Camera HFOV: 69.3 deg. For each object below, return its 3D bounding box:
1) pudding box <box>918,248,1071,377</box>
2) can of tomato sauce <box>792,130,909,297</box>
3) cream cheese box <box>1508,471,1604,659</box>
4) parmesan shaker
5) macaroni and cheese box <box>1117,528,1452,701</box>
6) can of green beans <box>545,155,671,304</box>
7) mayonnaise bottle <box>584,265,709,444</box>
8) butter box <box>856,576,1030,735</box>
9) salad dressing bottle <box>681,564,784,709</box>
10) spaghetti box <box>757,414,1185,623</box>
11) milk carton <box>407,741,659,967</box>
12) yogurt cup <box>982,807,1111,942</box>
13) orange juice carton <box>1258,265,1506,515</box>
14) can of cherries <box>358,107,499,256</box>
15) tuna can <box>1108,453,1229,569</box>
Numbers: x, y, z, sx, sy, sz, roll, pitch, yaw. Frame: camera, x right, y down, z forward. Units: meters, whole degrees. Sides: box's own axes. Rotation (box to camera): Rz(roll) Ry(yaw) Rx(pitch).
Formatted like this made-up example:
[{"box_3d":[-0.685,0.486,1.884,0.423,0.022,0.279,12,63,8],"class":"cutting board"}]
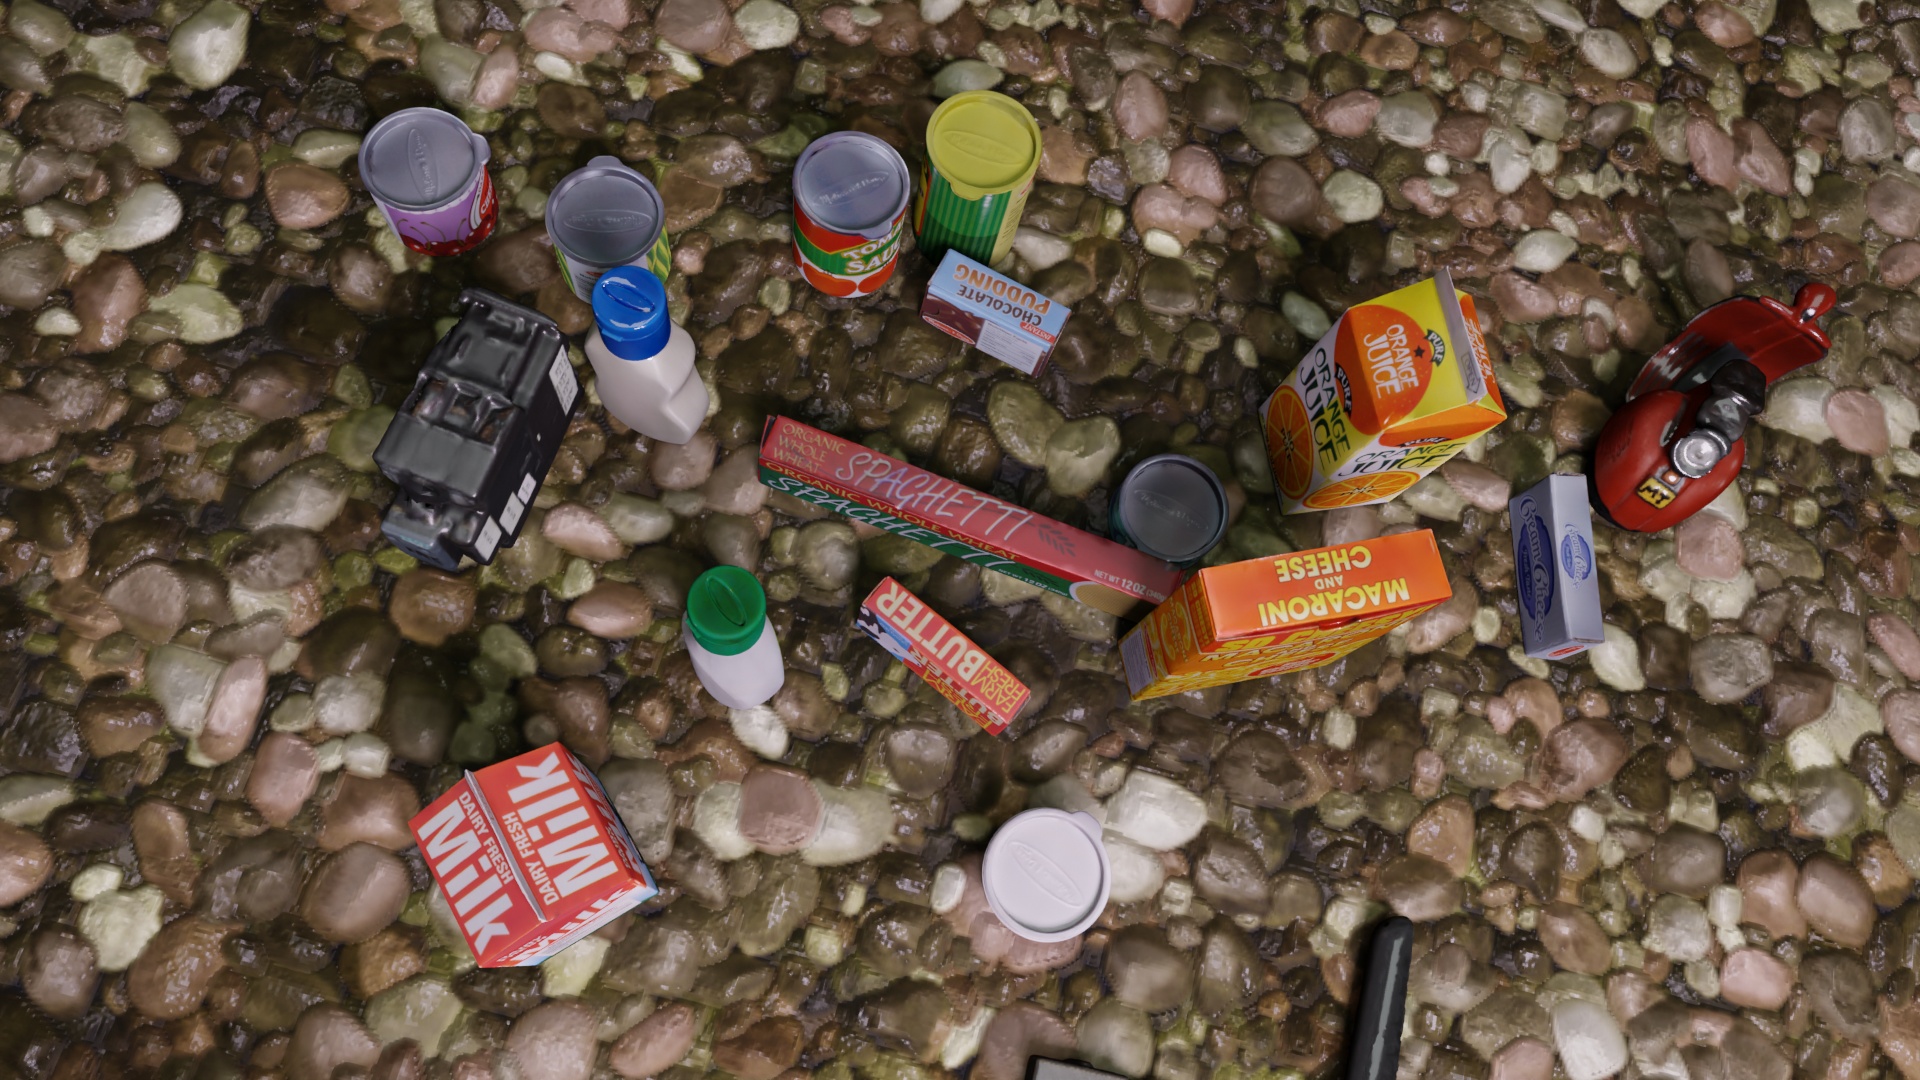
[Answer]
[{"box_3d":[0.020,-0.136,0.834,0.084,0.049,0.030,27,72,1],"class":"pudding box"},{"box_3d":[-0.065,-0.189,0.821,0.071,0.083,0.071,2,74,-7],"class":"can of tomato sauce"},{"box_3d":[0.356,0.016,0.832,0.024,0.053,0.104,3,73,-7],"class":"cream cheese box"},{"box_3d":[0.006,-0.208,0.826,0.071,0.102,0.071,2,74,-7],"class":"parmesan shaker"},{"box_3d":[0.165,0.044,0.739,0.124,0.166,0.040,-9,76,-10],"class":"macaroni and cheese box"},{"box_3d":[-0.204,-0.177,0.812,0.071,0.057,0.071,2,74,-7],"class":"can of green beans"},{"box_3d":[-0.170,-0.099,0.746,0.065,0.147,0.041,26,73,1],"class":"mayonnaise bottle"},{"box_3d":[-0.010,0.065,0.769,0.103,0.053,0.024,39,73,5],"class":"butter box"},{"box_3d":[-0.117,0.049,0.710,0.044,0.147,0.064,-34,81,-15],"class":"salad dressing bottle"},{"box_3d":[0.003,-0.010,0.794,0.250,0.050,0.029,20,72,-1],"class":"spaghetti box"},{"box_3d":[-0.196,0.148,0.647,0.073,0.190,0.072,-29,80,-14],"class":"milk carton"},{"box_3d":[0.042,0.179,0.741,0.072,0.053,0.072,2,73,-7],"class":"yogurt cup"},{"box_3d":[0.236,-0.078,0.771,0.073,0.192,0.072,-7,75,-9],"class":"orange juice carton"},{"box_3d":[-0.305,-0.207,0.808,0.071,0.058,0.071,2,74,-7],"class":"can of cherries"},{"box_3d":[0.121,-0.013,0.820,0.071,0.032,0.071,2,73,-7],"class":"tuna can"}]
